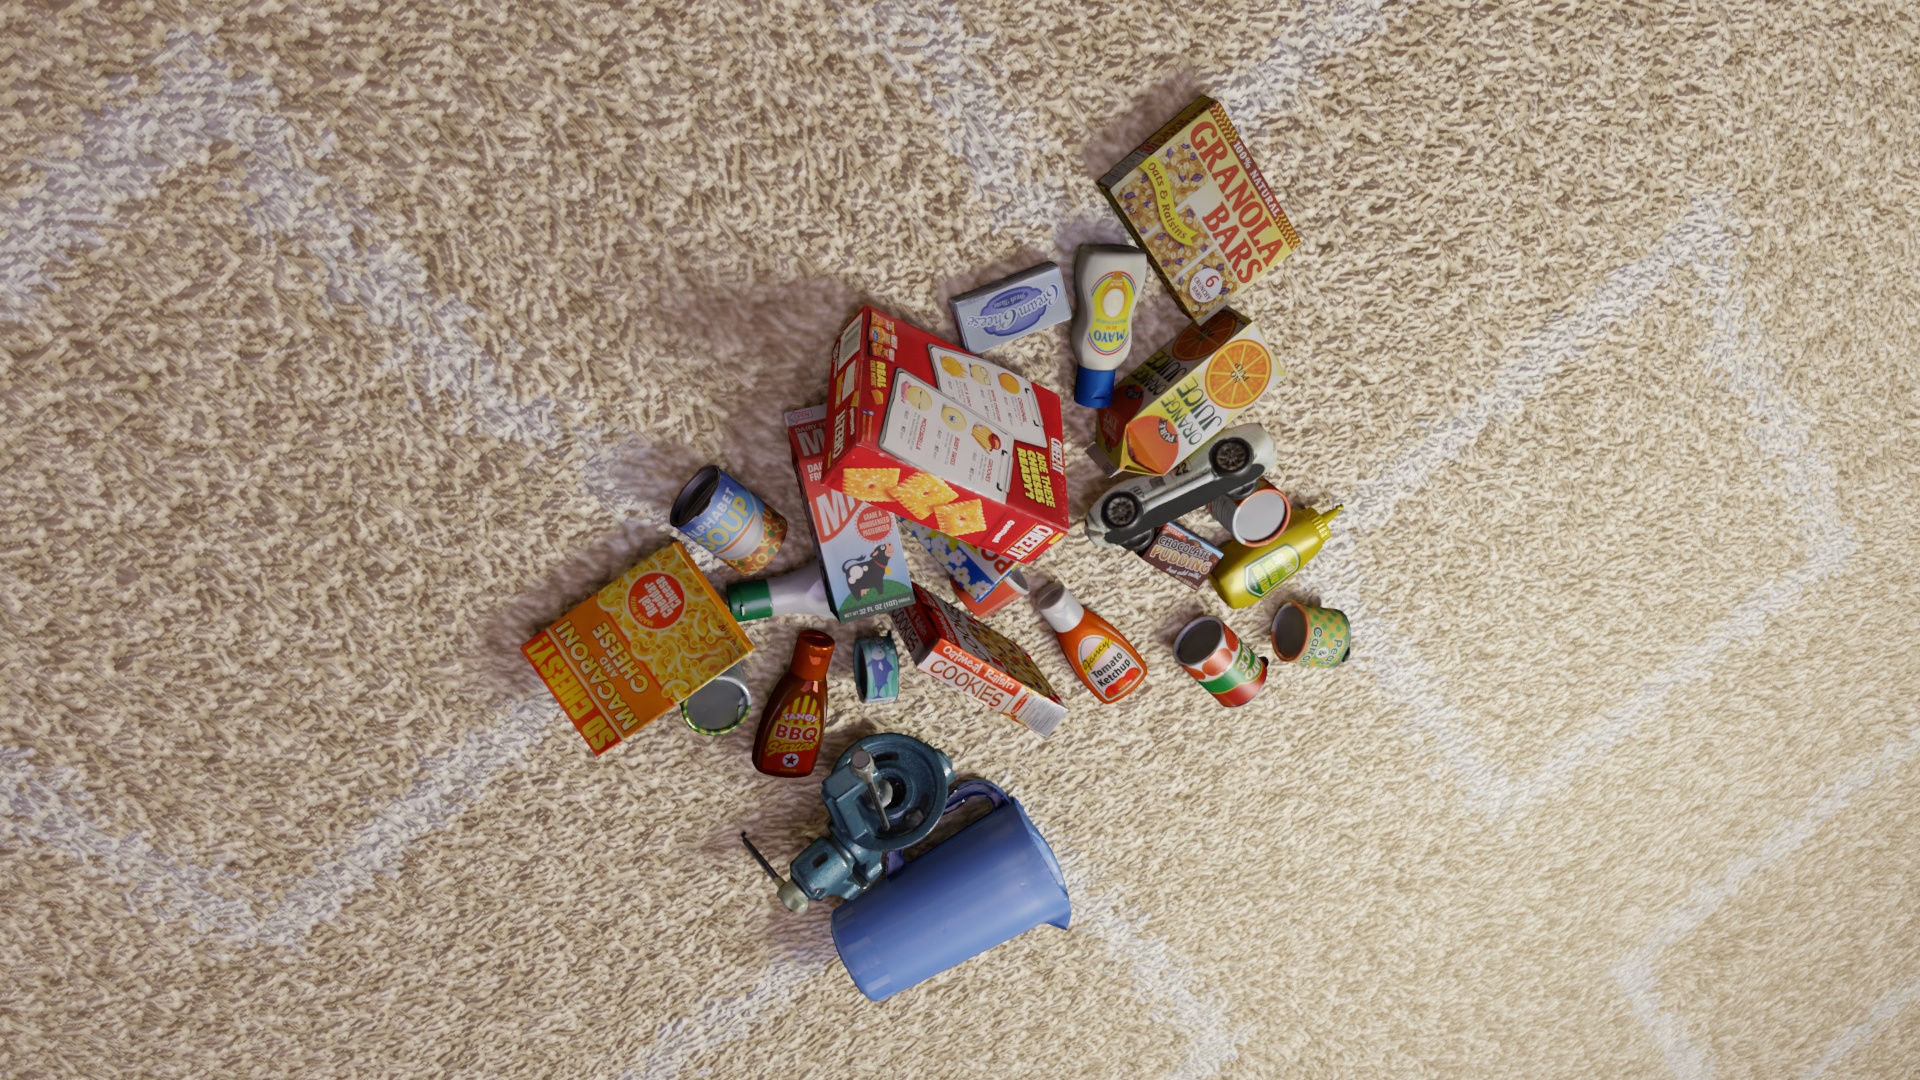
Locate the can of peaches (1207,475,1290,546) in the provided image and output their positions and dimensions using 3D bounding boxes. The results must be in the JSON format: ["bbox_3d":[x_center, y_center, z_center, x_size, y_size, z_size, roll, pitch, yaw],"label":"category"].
[{"bbox_3d":[0.294,-0.035,1.406,0.071,0.058,0.071,-8,117,-15],"label":"can of peaches"}]

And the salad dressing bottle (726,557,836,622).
[{"bbox_3d":[-0.144,0.047,1.306,0.148,0.044,0.064,-9,116,-13],"label":"salad dressing bottle"}]

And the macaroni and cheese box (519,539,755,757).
[{"bbox_3d":[-0.290,0.097,1.252,0.166,0.040,0.123,-35,91,1],"label":"macaroni and cheese box"}]

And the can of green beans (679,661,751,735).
[{"bbox_3d":[-0.234,0.142,1.313,0.071,0.058,0.071,-8,118,-15],"label":"can of green beans"}]

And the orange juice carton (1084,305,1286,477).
[{"bbox_3d":[0.204,-0.132,1.319,0.192,0.072,0.073,-39,120,2],"label":"orange juice carton"}]

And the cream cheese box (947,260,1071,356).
[{"bbox_3d":[0.045,-0.210,1.254,0.104,0.024,0.053,-22,121,-8],"label":"cream cheese box"}]

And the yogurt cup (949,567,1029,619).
[{"bbox_3d":[0.026,0.040,1.350,0.054,0.073,0.072,-40,121,13],"label":"yogurt cup"}]

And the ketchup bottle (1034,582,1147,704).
[{"bbox_3d":[0.130,0.103,1.428,0.064,0.044,0.148,-39,120,3],"label":"ketchup bottle"}]

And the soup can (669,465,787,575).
[{"bbox_3d":[-0.205,-0.016,1.237,0.071,0.071,0.083,-46,121,7],"label":"soup can"}]

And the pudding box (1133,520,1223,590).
[{"bbox_3d":[0.222,0.011,1.421,0.083,0.030,0.049,29,103,-29],"label":"pudding box"}]

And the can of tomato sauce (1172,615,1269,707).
[{"bbox_3d":[0.277,0.127,1.476,0.071,0.071,0.083,-45,120,6],"label":"can of tomato sauce"}]

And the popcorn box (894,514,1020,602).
[{"bbox_3d":[0.005,-0.016,1.291,0.085,0.038,0.127,-44,85,6],"label":"popcorn box"}]

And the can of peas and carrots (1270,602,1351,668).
[{"bbox_3d":[0.378,0.104,1.497,0.059,0.071,0.070,10,112,-22],"label":"can of peas and carrots"}]

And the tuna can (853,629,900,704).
[{"bbox_3d":[-0.082,0.123,1.352,0.033,0.071,0.070,-4,116,-16],"label":"tuna can"}]

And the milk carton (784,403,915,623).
[{"bbox_3d":[-0.102,-0.029,1.247,0.072,0.073,0.190,-14,98,-11],"label":"milk carton"}]

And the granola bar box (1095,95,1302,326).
[{"bbox_3d":[0.218,-0.298,1.261,0.124,0.039,0.165,-39,121,3],"label":"granola bar box"}]

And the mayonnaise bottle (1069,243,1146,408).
[{"bbox_3d":[0.131,-0.197,1.280,0.065,0.041,0.147,-3,115,-17],"label":"mayonnaise bottle"}]

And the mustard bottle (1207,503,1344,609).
[{"bbox_3d":[0.334,0.007,1.446,0.160,0.049,0.065,-34,124,0],"label":"mustard bottle"}]

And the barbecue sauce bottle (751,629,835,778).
[{"bbox_3d":[-0.158,0.159,1.357,0.065,0.044,0.148,9,112,-21],"label":"barbecue sauce bottle"}]

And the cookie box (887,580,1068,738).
[{"bbox_3d":[0.014,0.113,1.346,0.167,0.123,0.040,32,101,-29],"label":"cookie box"}]
